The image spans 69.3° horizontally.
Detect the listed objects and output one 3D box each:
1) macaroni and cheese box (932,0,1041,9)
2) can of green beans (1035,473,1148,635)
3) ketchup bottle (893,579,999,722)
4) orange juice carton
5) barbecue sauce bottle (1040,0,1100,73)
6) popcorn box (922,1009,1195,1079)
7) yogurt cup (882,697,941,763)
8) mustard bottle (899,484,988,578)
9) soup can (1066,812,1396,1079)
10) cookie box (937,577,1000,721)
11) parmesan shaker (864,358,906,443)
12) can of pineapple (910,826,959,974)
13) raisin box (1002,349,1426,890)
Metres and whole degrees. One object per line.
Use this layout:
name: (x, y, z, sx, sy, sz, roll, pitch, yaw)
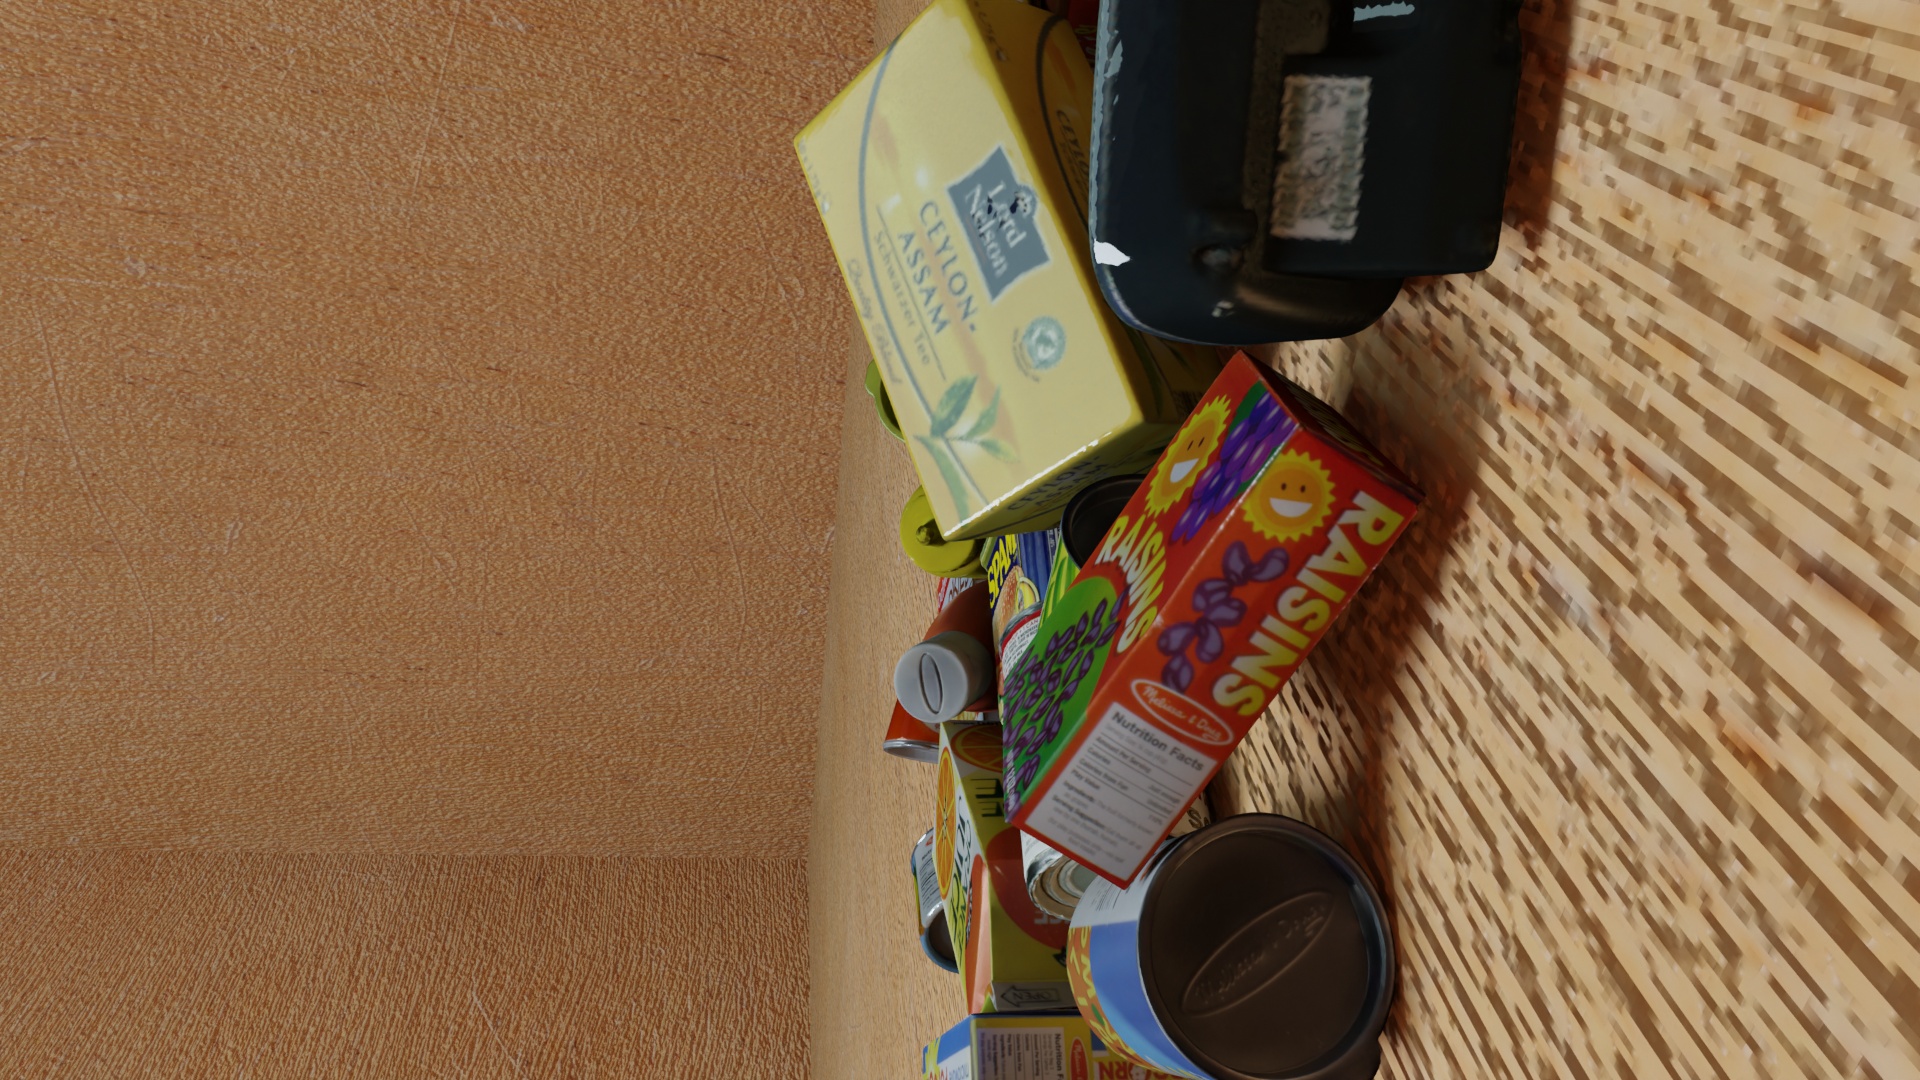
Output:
macaroni and cheese box: (0.014, -0.253, 0.594, 0.123, 0.040, 0.167, 61, -154, -74)
can of green beans: (0.061, 0.021, 0.462, 0.071, 0.071, 0.057, -97, 12, -47)
ketchup bottle: (0.008, 0.056, 0.683, 0.149, 0.043, 0.064, -18, -83, -72)
orange juice carton: (0.035, 0.142, 0.581, 0.193, 0.072, 0.072, -119, 32, -75)
barbecue sauce bottle: (0.063, -0.205, 0.555, 0.148, 0.065, 0.044, 91, 172, -82)
popcorn box: (0.036, 0.199, 0.509, 0.126, 0.085, 0.038, 111, 159, -63)
yogurt cup: (-0.017, 0.125, 0.970, 0.072, 0.072, 0.054, 119, 160, -72)
mustard bottle: (0.002, -0.009, 0.699, 0.048, 0.065, 0.160, -65, -14, 13)
soup can: (0.070, 0.115, 0.377, 0.083, 0.071, 0.071, 115, 156, -70)
cookie box: (0.017, 0.066, 0.840, 0.122, 0.040, 0.168, 105, 164, -54)
parmesan shaker: (0.014, -0.058, 0.628, 0.103, 0.071, 0.071, 28, -123, -55)
can of pineapple: (0.009, 0.196, 0.765, 0.058, 0.071, 0.070, -102, 17, -59)
raisin box: (0.060, 0.017, 0.368, 0.123, 0.040, 0.086, -57, 8, 16)
